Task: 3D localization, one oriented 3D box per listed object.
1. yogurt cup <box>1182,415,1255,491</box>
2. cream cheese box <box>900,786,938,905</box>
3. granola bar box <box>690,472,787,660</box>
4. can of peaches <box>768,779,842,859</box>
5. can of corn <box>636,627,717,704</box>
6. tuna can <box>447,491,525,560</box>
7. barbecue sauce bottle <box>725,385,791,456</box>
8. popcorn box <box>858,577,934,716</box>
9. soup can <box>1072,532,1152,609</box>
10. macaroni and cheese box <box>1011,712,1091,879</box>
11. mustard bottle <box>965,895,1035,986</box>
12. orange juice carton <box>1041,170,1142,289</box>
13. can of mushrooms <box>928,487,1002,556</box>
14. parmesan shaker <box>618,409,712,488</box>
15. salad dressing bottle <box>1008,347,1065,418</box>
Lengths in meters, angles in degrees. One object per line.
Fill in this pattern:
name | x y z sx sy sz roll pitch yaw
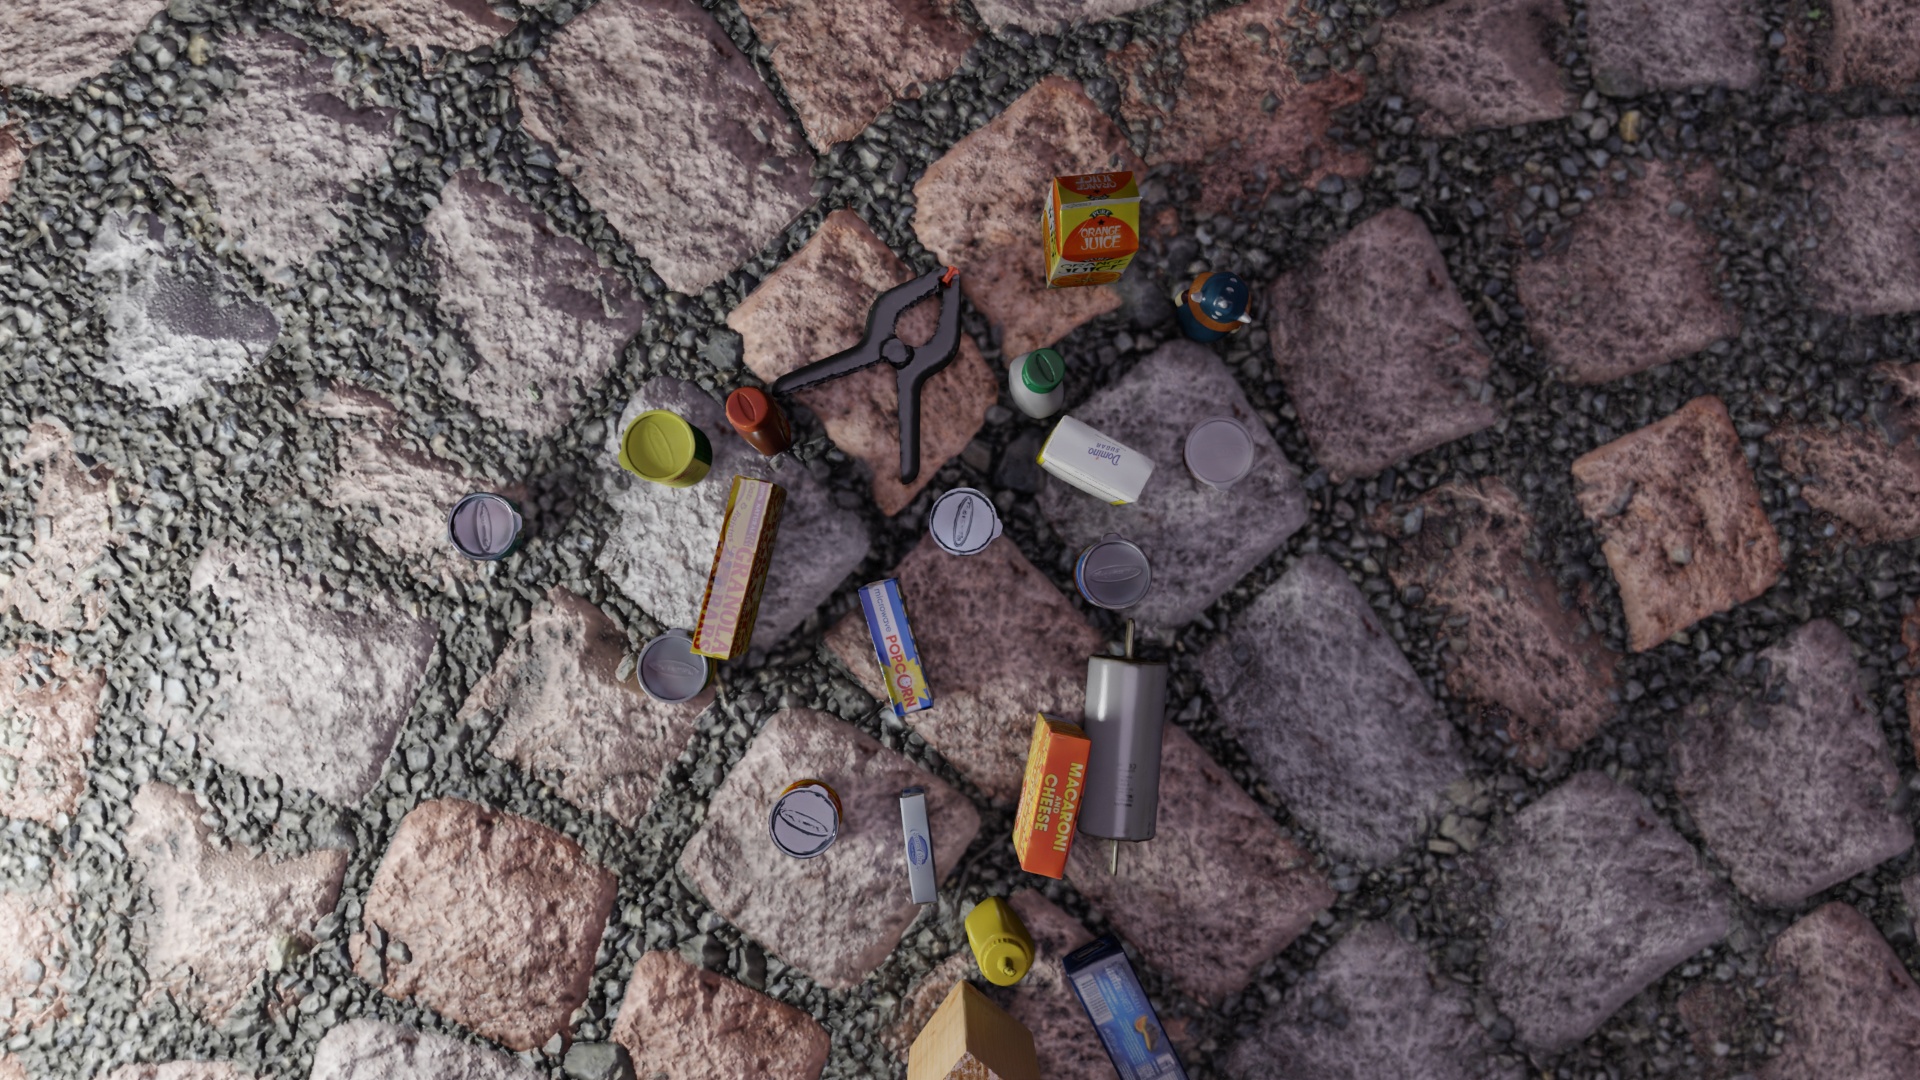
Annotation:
yogurt cup | 0.246 -0.084 1.343 0.072 0.054 0.072 0 88 -1
cream cheese box | -0.039 0.289 1.323 0.024 0.053 0.104 -7 88 -1
granola bar box | -0.203 0.025 1.292 0.039 0.124 0.165 14 88 -1
can of peaches | -0.145 0.261 1.319 0.071 0.058 0.071 0 88 -1
can of corn | -0.268 0.117 1.321 0.071 0.058 0.071 0 88 -1
tuna can | -0.452 -0.014 1.333 0.071 0.033 0.071 0 88 -1
barbecue sauce bottle | -0.189 -0.115 1.285 0.044 0.148 0.065 -27 89 -2
popcorn box | -0.060 0.099 1.313 0.038 0.085 0.126 -17 89 -2
soup can | 0.143 0.029 1.321 0.071 0.084 0.071 0 88 -1
macaroni and cheese box | 0.083 0.229 1.272 0.040 0.166 0.123 13 88 -1
mustard bottle | 0.037 0.372 1.269 0.049 0.160 0.065 -40 90 -2
orange juice carton | 0.119 -0.287 1.277 0.072 0.192 0.073 -5 89 -1
can of mushrooms | 0.005 -0.017 1.344 0.071 0.033 0.071 0 88 -1
parmesan shaker | -0.276 -0.084 1.305 0.071 0.103 0.071 0 89 -1
salad dressing bottle | 0.073 -0.149 1.293 0.044 0.147 0.064 -28 89 -2
